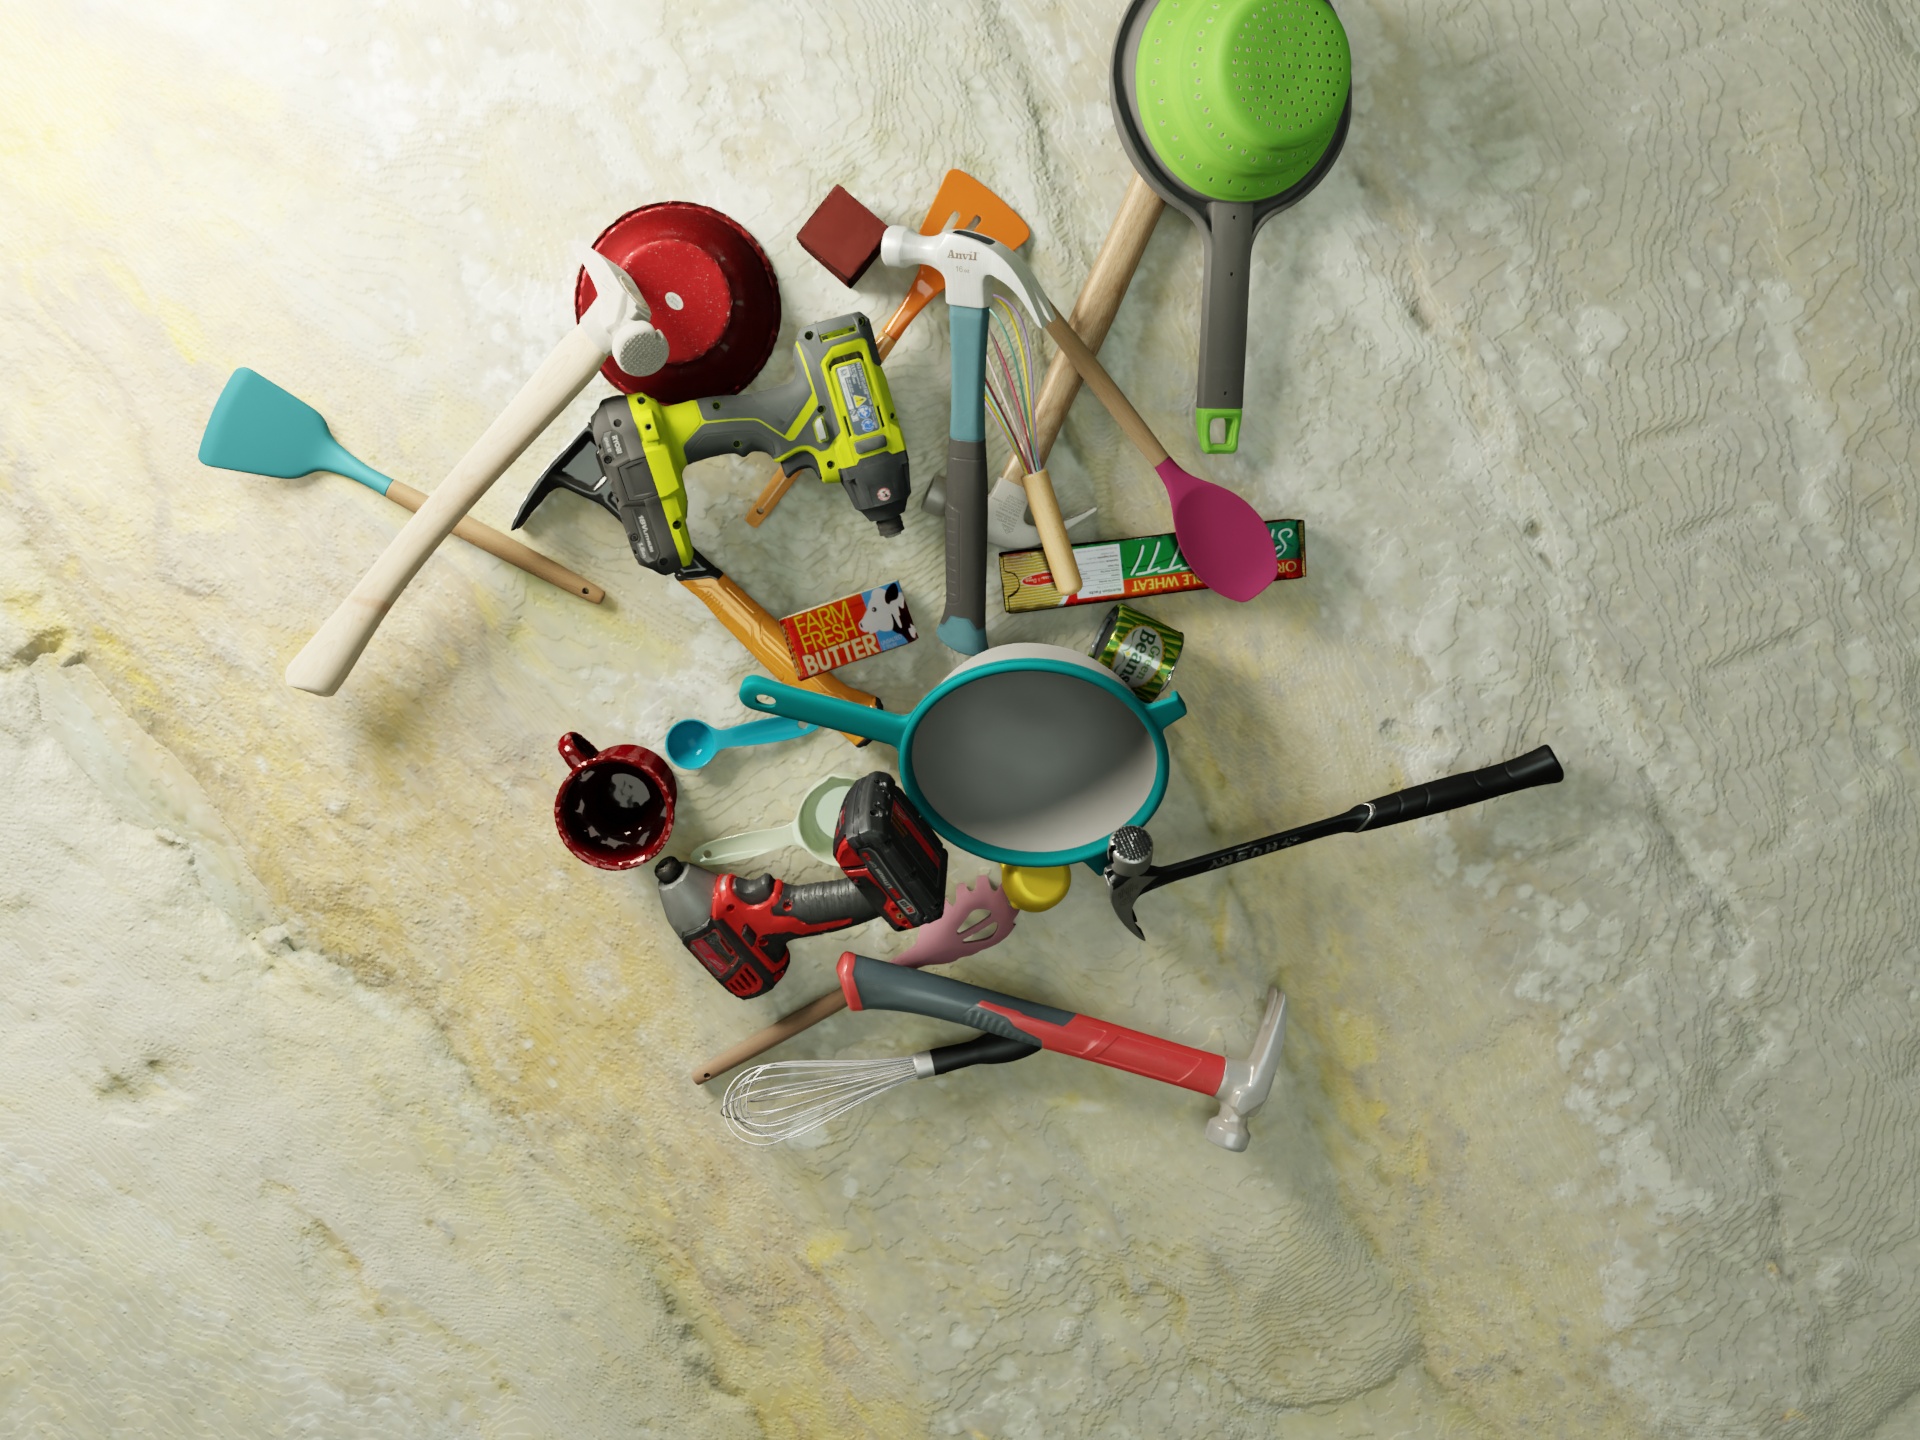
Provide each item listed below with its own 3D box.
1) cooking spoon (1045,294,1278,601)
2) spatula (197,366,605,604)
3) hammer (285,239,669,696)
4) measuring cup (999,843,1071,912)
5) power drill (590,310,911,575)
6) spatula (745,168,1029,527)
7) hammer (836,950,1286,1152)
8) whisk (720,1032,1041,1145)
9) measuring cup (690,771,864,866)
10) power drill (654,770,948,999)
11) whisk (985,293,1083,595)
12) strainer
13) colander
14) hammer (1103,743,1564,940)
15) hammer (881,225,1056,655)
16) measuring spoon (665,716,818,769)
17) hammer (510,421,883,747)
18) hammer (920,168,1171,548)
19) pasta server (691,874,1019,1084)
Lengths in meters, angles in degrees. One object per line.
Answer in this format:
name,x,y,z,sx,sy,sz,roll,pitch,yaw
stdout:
cooking spoon,0.143,-0.224,1.252,0.069,0.017,0.318,-39,101,2
spatula,-0.426,-0.167,1.245,0.317,0.044,0.082,27,99,-9
hammer,-0.379,-0.176,1.197,0.410,0.146,0.038,-45,142,15
measuring cup,0.027,0.099,1.322,0.156,0.029,0.062,40,71,-5
power drill,-0.153,-0.198,1.212,0.223,0.080,0.171,-18,106,-7
spatula,-0.070,-0.284,1.259,0.081,0.041,0.322,37,100,-10
hammer,0.086,0.244,1.331,0.386,0.038,0.143,18,90,-12
whisk,-0.063,0.300,1.349,0.284,0.070,0.070,-12,101,-7
measuring cup,-0.140,0.090,1.314,0.167,0.038,0.083,-14,101,1
power drill,-0.131,0.133,1.267,0.219,0.079,0.143,-25,120,19
whisk,0.046,-0.212,1.236,0.051,0.047,0.245,-7,109,39
strainer,-0.002,-0.004,1.264,0.340,0.095,0.210,14,129,-4
colander,0.220,-0.400,1.201,0.204,0.095,0.397,-3,103,-17
hammer,0.313,0.090,1.319,0.409,0.036,0.149,-15,146,-8
hammer,0.004,-0.204,1.216,0.128,0.033,0.330,11,120,19
measuring spoon,-0.179,0.011,1.310,0.128,0.021,0.042,-10,100,-11
hammer,-0.197,-0.094,1.278,0.336,0.034,0.127,43,94,-10
hammer,0.094,-0.291,1.262,0.130,0.031,0.331,24,98,-7
pasta server,-0.090,0.227,1.348,0.316,0.040,0.060,-30,101,6
